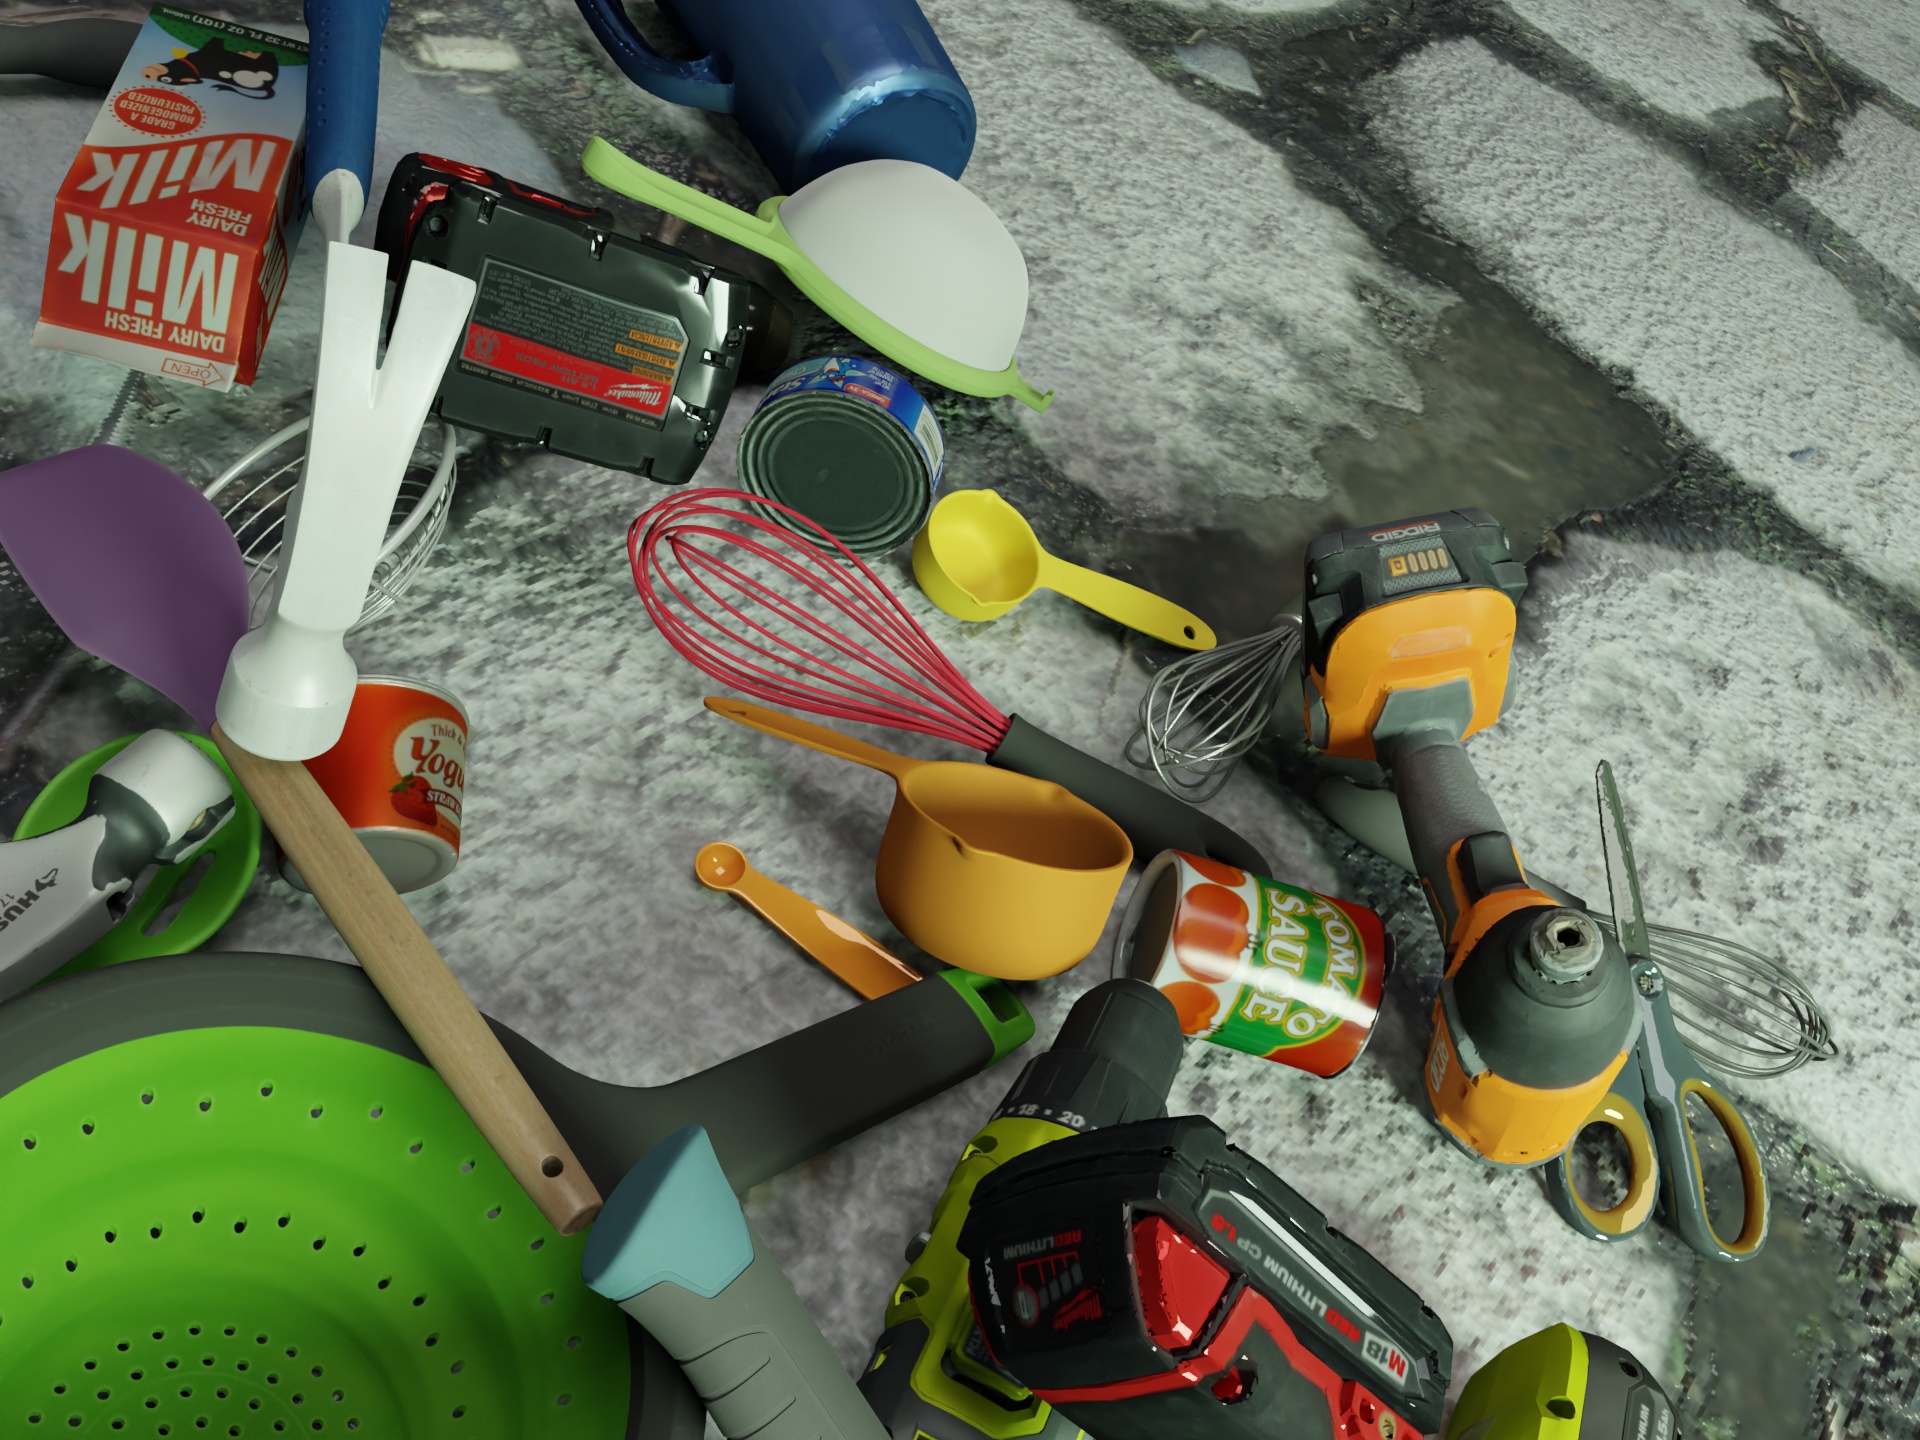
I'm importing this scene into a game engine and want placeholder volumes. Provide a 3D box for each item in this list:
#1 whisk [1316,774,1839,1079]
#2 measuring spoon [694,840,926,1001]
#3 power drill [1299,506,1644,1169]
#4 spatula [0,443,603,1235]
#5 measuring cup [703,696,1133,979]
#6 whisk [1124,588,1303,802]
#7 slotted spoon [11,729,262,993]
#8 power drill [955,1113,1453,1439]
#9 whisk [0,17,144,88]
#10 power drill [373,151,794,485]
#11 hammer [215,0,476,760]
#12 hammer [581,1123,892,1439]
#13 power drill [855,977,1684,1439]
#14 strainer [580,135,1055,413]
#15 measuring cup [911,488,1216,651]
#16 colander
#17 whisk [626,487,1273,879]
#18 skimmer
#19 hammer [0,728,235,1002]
[{"bbox_3d":[0.262,0.085,0.684,0.239,0.055,0.055,29,46,7],"label":"whisk"},{"bbox_3d":[-0.047,0.082,0.575,0.117,0.011,0.021,35,51,2],"label":"measuring spoon"},{"bbox_3d":[0.188,0.035,0.590,0.084,0.164,0.227,-10,60,5],"label":"power drill"},{"bbox_3d":[-0.191,0.017,0.450,0.060,0.018,0.316,-28,61,-31],"label":"spatula"},{"bbox_3d":[-0.025,0.041,0.587,0.174,0.052,0.095,21,17,16],"label":"measuring cup"},{"bbox_3d":[0.150,-0.035,0.738,0.246,0.058,0.059,-37,107,-44],"label":"whisk"},{"bbox_3d":[-0.281,0.128,0.421,0.070,0.031,0.314,21,49,-6],"label":"slotted spoon"},{"bbox_3d":[0.027,0.204,0.337,0.143,0.078,0.220,41,46,-17],"label":"power drill"},{"bbox_3d":[-0.473,-0.283,0.666,0.284,0.070,0.070,-16,60,-39],"label":"whisk"},{"bbox_3d":[-0.144,-0.168,0.652,0.187,0.080,0.227,14,19,-23],"label":"power drill"},{"bbox_3d":[-0.209,-0.175,0.540,0.035,0.144,0.406,11,38,-29],"label":"hammer"},{"bbox_3d":[0.012,0.245,0.375,0.331,0.033,0.128,57,40,1],"label":"hammer"},{"bbox_3d":[0.095,0.197,0.491,0.228,0.080,0.191,29,49,5],"label":"power drill"},{"bbox_3d":[-0.054,-0.234,0.732,0.256,0.069,0.152,9,38,-49],"label":"strainer"},{"bbox_3d":[0.047,-0.056,0.725,0.156,0.029,0.062,20,58,-24],"label":"measuring cup"},{"bbox_3d":[-0.121,0.152,0.440,0.397,0.094,0.205,-12,55,-51],"label":"colander"},{"bbox_3d":[-0.001,-0.002,0.635,0.295,0.073,0.073,30,46,-7],"label":"whisk"},{"bbox_3d":[-0.358,-0.103,0.536,0.363,0.090,0.127,15,49,-11],"label":"skimmer"},{"bbox_3d":[-0.425,-0.034,0.464,0.409,0.036,0.149,30,51,9],"label":"hammer"}]
